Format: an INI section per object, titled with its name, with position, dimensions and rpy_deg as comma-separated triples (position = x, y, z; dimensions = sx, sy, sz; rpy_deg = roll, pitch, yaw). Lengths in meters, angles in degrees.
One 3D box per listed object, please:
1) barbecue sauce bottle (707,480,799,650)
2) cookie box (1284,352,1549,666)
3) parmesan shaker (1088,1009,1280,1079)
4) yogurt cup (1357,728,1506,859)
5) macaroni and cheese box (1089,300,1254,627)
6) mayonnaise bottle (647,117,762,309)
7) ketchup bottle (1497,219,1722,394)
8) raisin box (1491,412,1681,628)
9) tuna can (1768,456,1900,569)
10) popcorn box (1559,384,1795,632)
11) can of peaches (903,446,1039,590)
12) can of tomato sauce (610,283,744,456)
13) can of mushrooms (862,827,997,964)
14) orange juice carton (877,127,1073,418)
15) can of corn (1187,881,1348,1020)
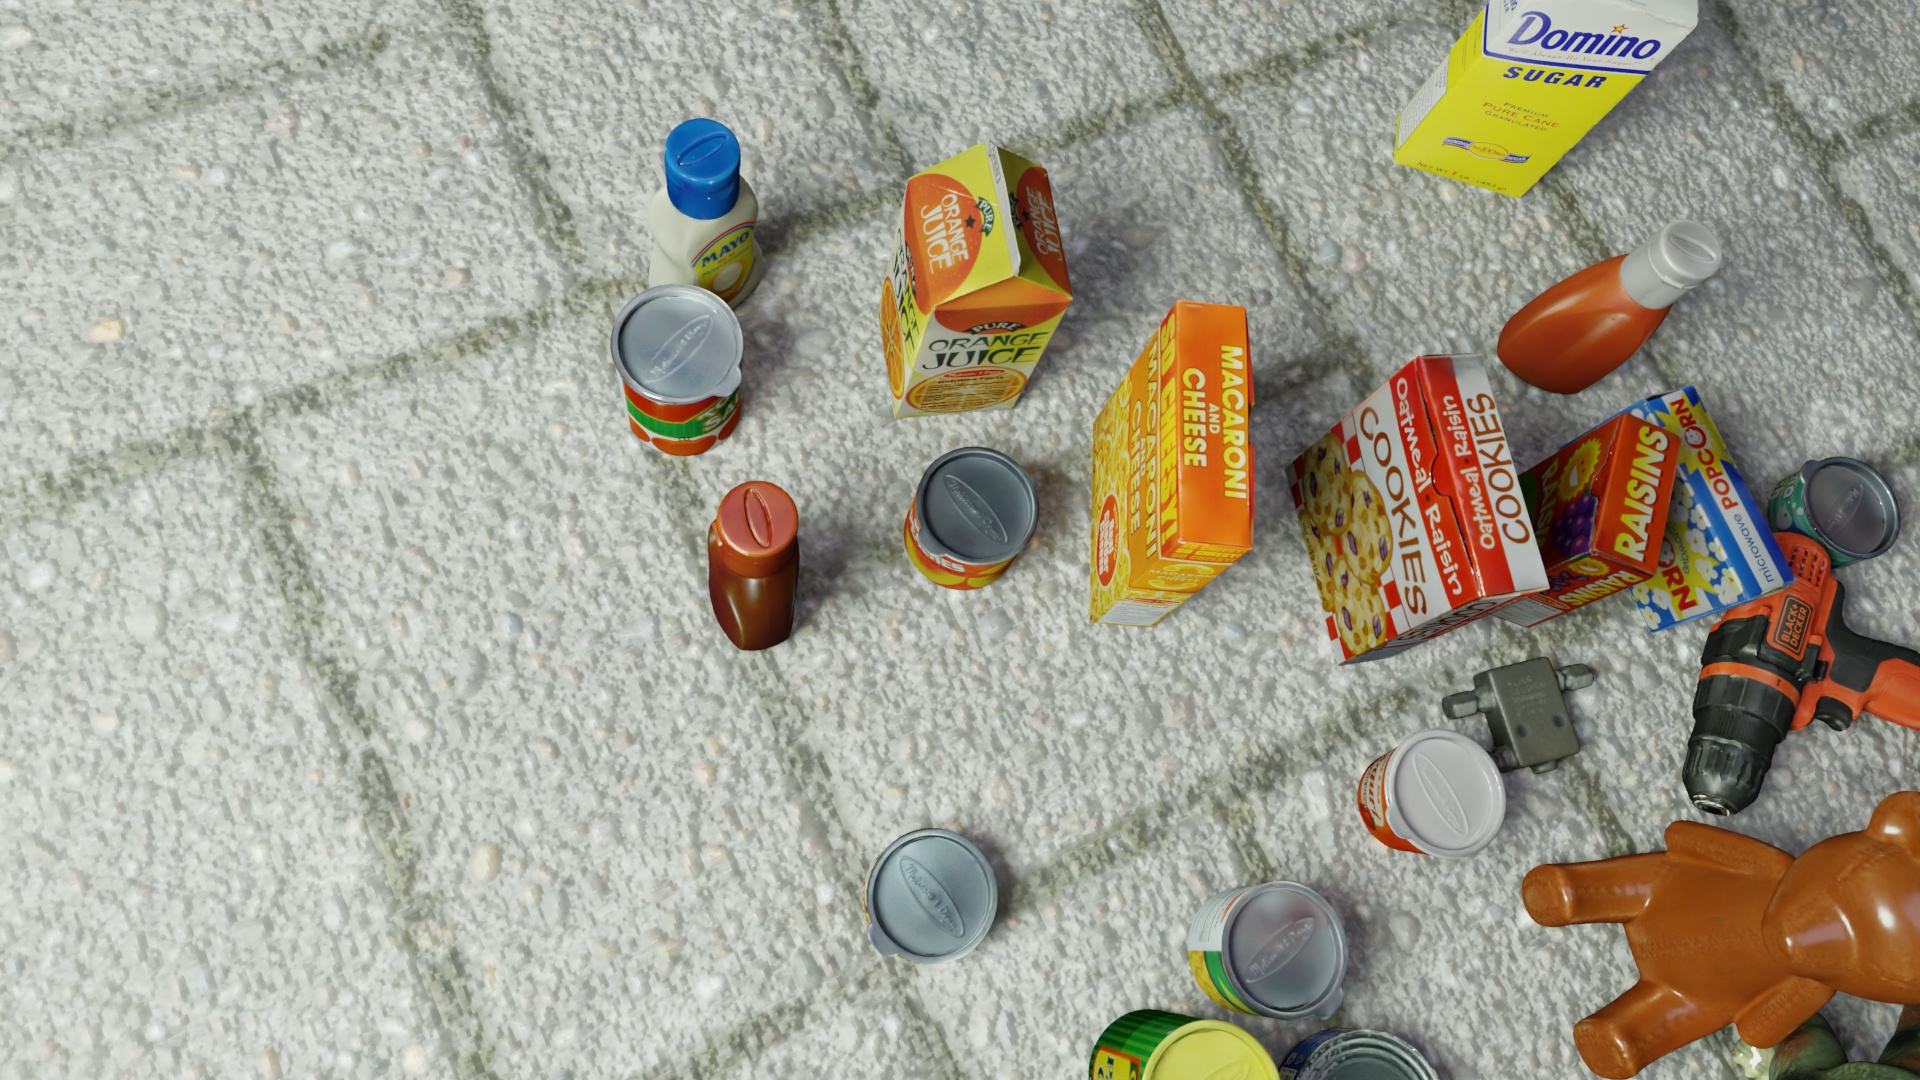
[barbecue sauce bottle]
position = -0.102, 0.010, 0.684
dimensions = 0.044, 0.148, 0.065
rpy_deg = -14, 77, -13
[cookie box]
position = 0.234, -0.011, 0.737
dimensions = 0.040, 0.167, 0.123
rpy_deg = -8, 75, -12
[parmesan shaker]
position = 0.106, 0.265, 0.666
dimensions = 0.071, 0.102, 0.071
rpy_deg = 3, 73, -9
[yogurt cup]
position = 0.252, 0.140, 0.755
dimensions = 0.072, 0.053, 0.072
rpy_deg = 3, 73, -9
[macaroni and cheese box]
position = 0.106, -0.033, 0.723
dimensions = 0.040, 0.166, 0.124
rpy_deg = 5, 73, -8
[mayonnaise bottle]
position = -0.135, -0.166, 0.731
dimensions = 0.065, 0.147, 0.041
rpy_deg = -37, 83, -17
[ketchup bottle]
position = 0.378, -0.135, 0.808
dimensions = 0.065, 0.148, 0.044
rpy_deg = 25, 72, -2
[raisin box]
position = 0.342, -0.008, 0.778
dimensions = 0.040, 0.123, 0.086
rpy_deg = 22, 72, -2
[tuna can]
position = 0.539, -0.018, 0.862
dimensions = 0.071, 0.032, 0.071
rpy_deg = 3, 73, -9
[popcorn box]
position = 0.416, -0.017, 0.813
dimensions = 0.038, 0.085, 0.127
rpy_deg = -18, 77, -14
[can of peaches]
position = 0.003, -0.009, 0.755
dimensions = 0.071, 0.058, 0.071
rpy_deg = 3, 73, -9
[can of tomato sauce]
position = -0.147, -0.088, 0.740
dimensions = 0.071, 0.083, 0.071
rpy_deg = 3, 73, -9
[can of mushrooms]
position = -0.018, 0.183, 0.707
dimensions = 0.071, 0.033, 0.071
rpy_deg = 3, 73, -9
[orange juice carton]
position = 0.006, -0.132, 0.721
dimensions = 0.073, 0.192, 0.072
rpy_deg = -7, 75, -11
[can of corn]
position = 0.158, 0.213, 0.714
dimensions = 0.071, 0.058, 0.071
rpy_deg = 3, 73, -9
